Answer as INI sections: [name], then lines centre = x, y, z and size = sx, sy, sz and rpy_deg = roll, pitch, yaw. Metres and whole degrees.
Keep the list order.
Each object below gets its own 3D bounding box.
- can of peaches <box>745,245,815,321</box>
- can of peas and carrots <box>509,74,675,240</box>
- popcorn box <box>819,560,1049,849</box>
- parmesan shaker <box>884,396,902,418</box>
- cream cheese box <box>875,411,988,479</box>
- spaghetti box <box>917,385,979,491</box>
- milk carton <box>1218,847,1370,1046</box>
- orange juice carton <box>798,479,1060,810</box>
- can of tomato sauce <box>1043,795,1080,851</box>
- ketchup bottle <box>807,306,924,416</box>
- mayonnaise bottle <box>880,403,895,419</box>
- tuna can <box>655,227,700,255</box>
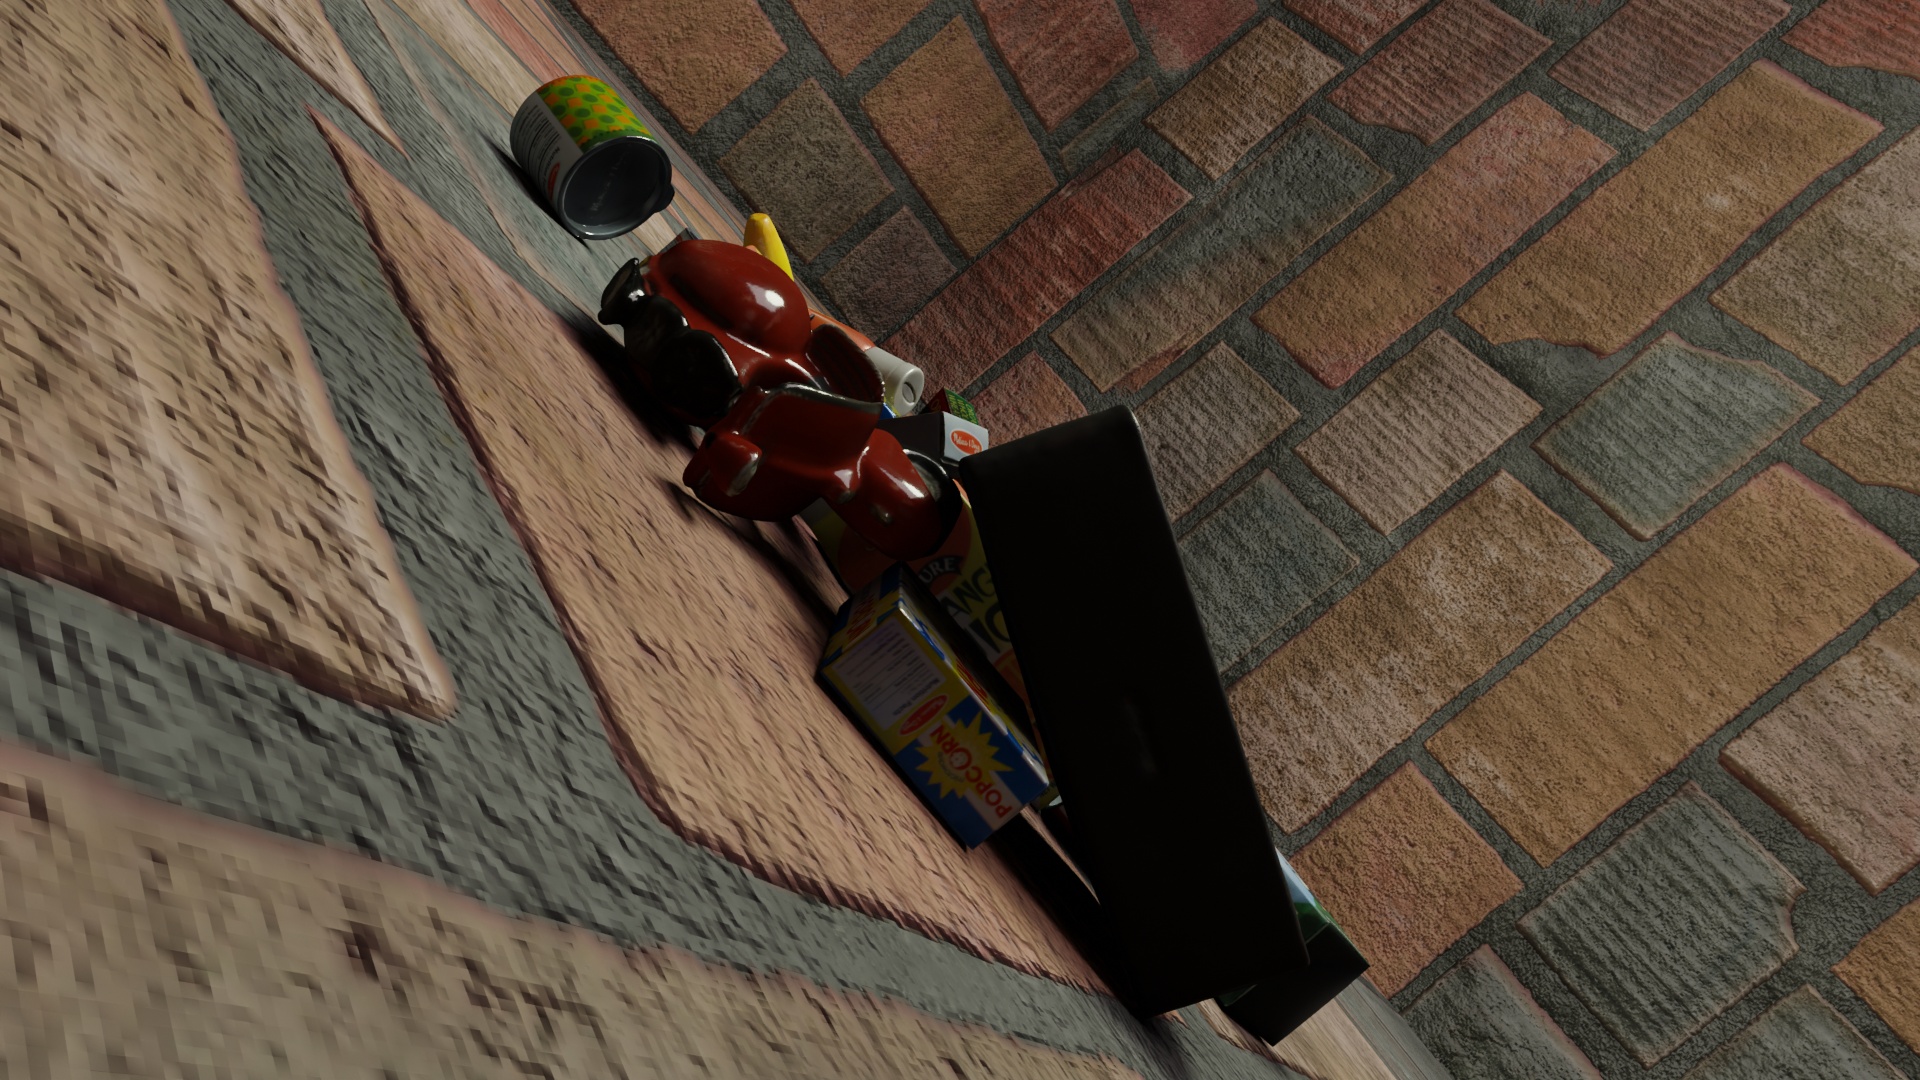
[can of peaches]
centre = -0.133, -0.137, 0.848
size = 0.058, 0.071, 0.071
rpy_deg = 49, 3, -8
[can of peas and carrots]
centre = -0.196, -0.205, 0.742
size = 0.059, 0.071, 0.071
rpy_deg = 51, 3, 23
[popcorn box]
centre = -0.011, 0.058, 0.541
size = 0.085, 0.038, 0.127
rpy_deg = 51, 3, -7
[parmesan shaker]
centre = -0.074, -0.073, 0.889
size = 0.103, 0.071, 0.071
rpy_deg = 50, 3, -4
[cream cheese box]
centre = -0.044, -0.040, 0.649
size = 0.053, 0.104, 0.024
rpy_deg = 14, 73, -66
[spaghetti box]
centre = 0.003, -0.011, 0.872
size = 0.028, 0.050, 0.251
rpy_deg = 29, 27, -29
[milk carton]
centre = 0.145, 0.189, 0.814
size = 0.072, 0.073, 0.191
rpy_deg = 47, 4, -42
[orange juice carton]
centre = 0.004, 0.034, 0.699
size = 0.192, 0.072, 0.073
rpy_deg = 50, 3, -4
[can of tomato sauce]
centre = 0.093, 0.144, 0.694
size = 0.083, 0.071, 0.071
rpy_deg = 51, 3, 2
[ketchup bottle]
centre = -0.094, -0.129, 0.945
size = 0.149, 0.043, 0.064
rpy_deg = 29, -11, 22
[mayonnaise bottle]
centre = -0.062, -0.052, 0.776
size = 0.065, 0.041, 0.148
rpy_deg = 48, -9, -4
[tuna can]
centre = -0.182, -0.184, 0.985
size = 0.071, 0.033, 0.071
rpy_deg = 50, 4, -4
